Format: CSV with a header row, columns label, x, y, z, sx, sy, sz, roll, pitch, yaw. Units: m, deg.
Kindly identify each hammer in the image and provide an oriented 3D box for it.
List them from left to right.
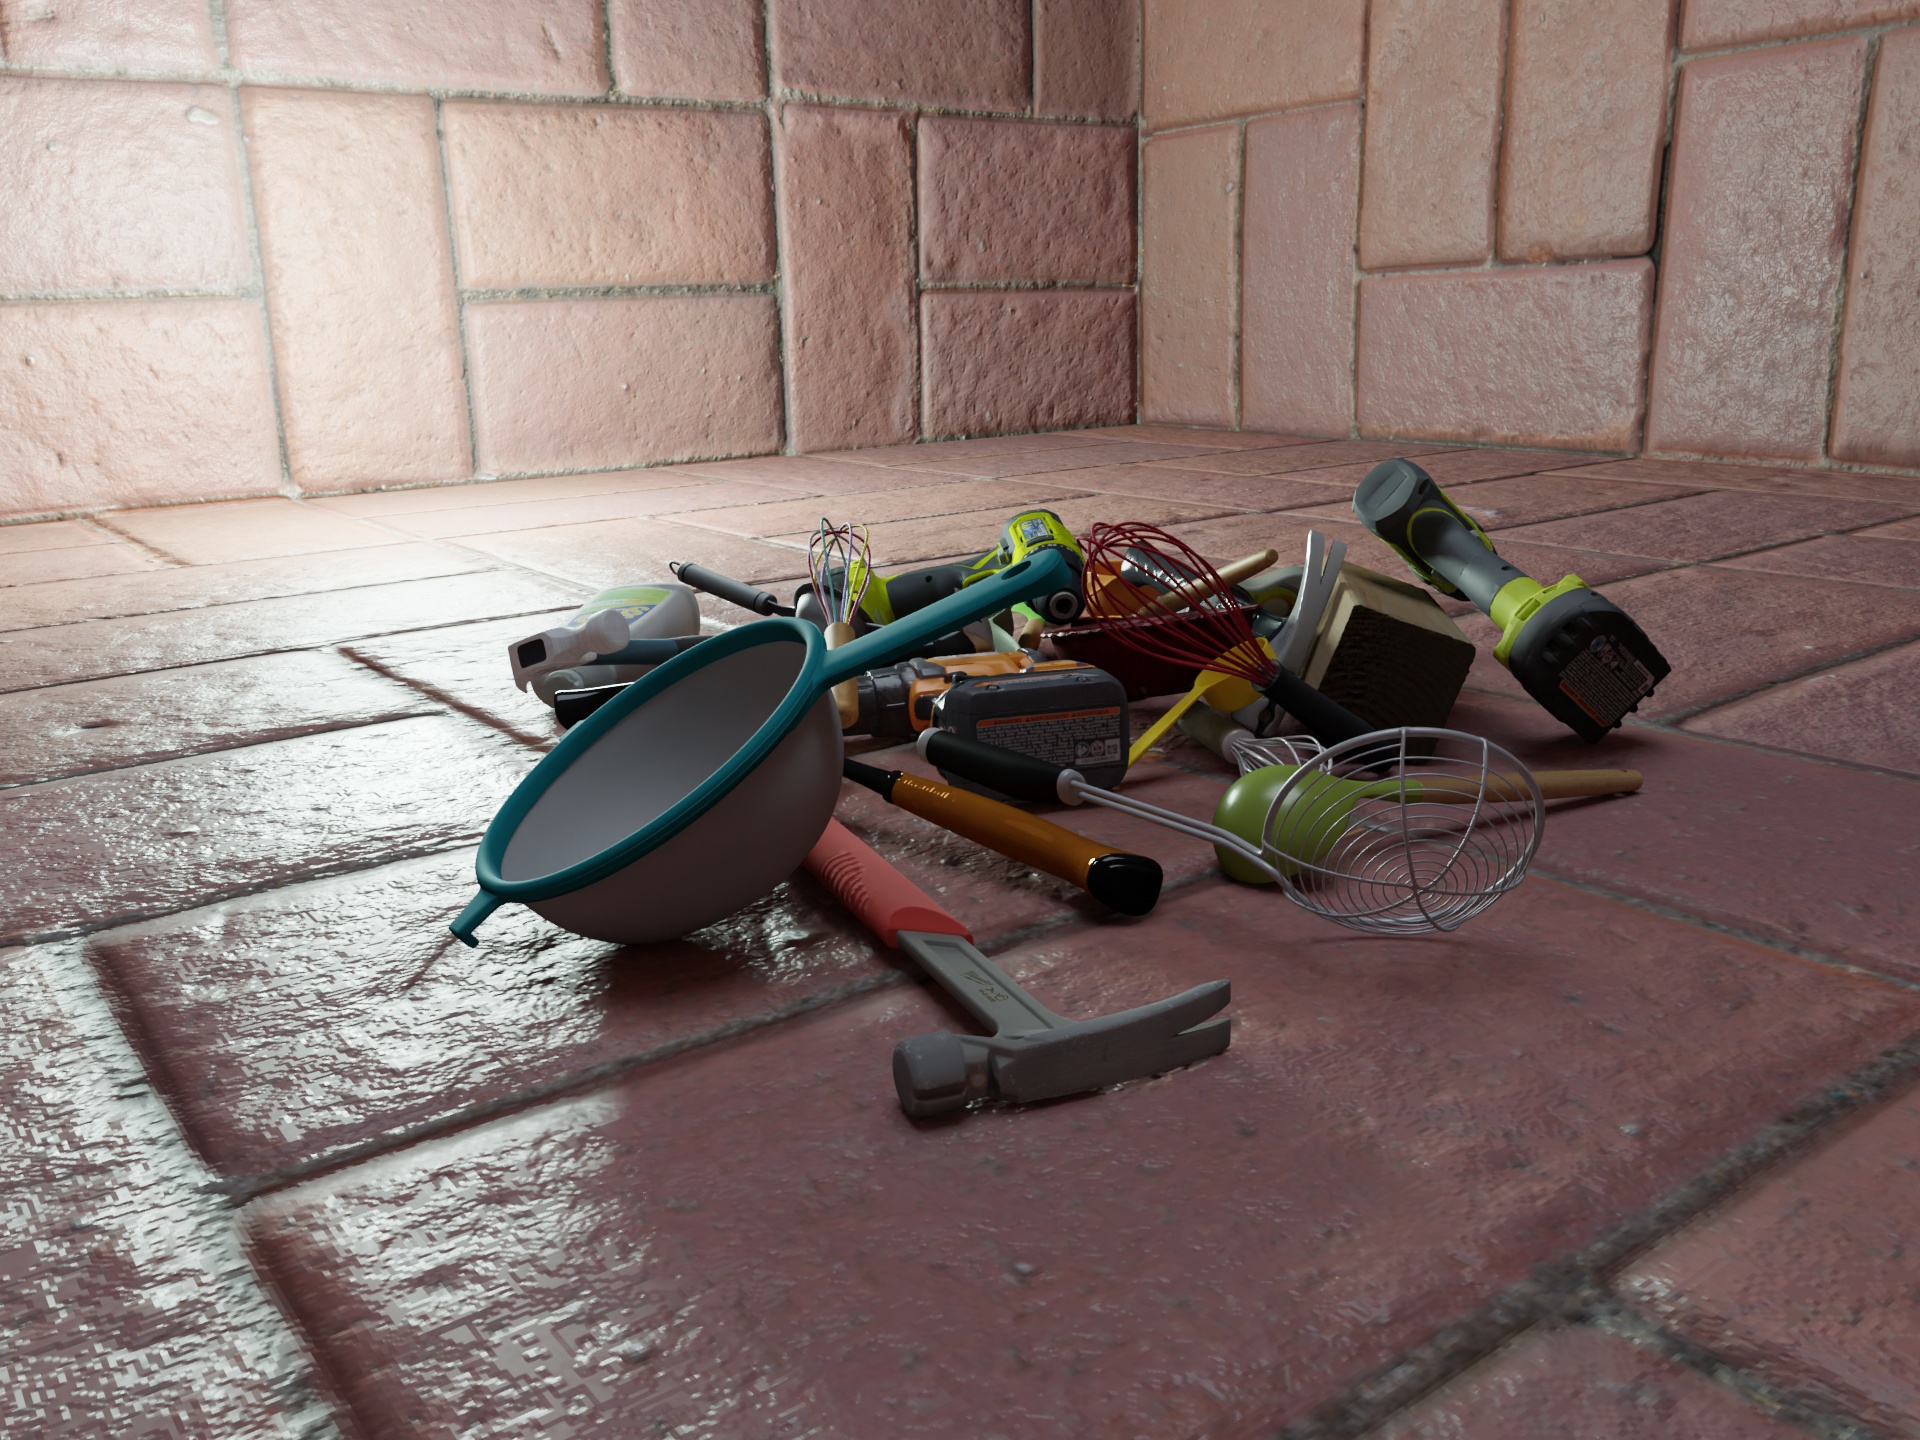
label,x,y,z,sx,sy,sz,roll,pitch,yaw
hammer,-0.223,-0.054,1.246,0.128,0.033,0.331,-14,-4,26
hammer,-0.136,-0.034,1.200,0.334,0.035,0.146,-9,-20,-6
hammer,-0.022,0.094,0.794,0.149,0.036,0.359,-8,17,-23
hammer,-0.017,0.047,0.933,0.337,0.034,0.127,19,2,42
hammer,0.205,-0.106,1.314,0.036,0.149,0.409,21,9,-15

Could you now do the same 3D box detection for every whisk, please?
label,x,y,z,sx,sy,sz,roll,pitch,yaw
whisk,-0.083,-0.075,1.119,0.047,0.051,0.245,-10,36,2
whisk,0.189,0.019,1.054,0.059,0.058,0.246,31,5,-14
whisk,0.177,-0.037,0.986,0.295,0.073,0.073,31,-4,-31

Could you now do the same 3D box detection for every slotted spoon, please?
label,x,y,z,sx,sy,sz,roll,pitch,yaw
slotted spoon,0.069,-0.082,1.467,0.070,0.031,0.314,-4,16,9

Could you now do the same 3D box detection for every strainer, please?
label,x,y,z,sx,sy,sz,roll,pitch,yaw
strainer,-0.154,-0.090,1.293,0.259,0.086,0.050,23,54,36
strainer,-0.081,0.021,0.798,0.340,0.095,0.211,-24,25,19

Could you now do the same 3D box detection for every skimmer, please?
label,x,y,z,sx,sy,sz,roll,pitch,yaw
skimmer,0.120,0.030,0.842,0.363,0.127,0.090,16,55,47

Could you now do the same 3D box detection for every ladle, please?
label,x,y,z,sx,sy,sz,roll,pitch,yaw
ladle,0.165,-0.094,1.301,0.069,0.031,0.315,-24,0,-26
ladle,0.286,0.053,0.936,0.320,0.062,0.078,-1,12,-28

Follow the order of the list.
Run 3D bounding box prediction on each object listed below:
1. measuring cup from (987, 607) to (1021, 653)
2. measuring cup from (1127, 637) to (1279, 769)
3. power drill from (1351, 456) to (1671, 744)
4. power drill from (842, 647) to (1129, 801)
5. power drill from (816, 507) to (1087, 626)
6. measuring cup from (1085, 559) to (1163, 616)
label,x,y,z,sx,sy,sz,roll,pitch,yaw
measuring cup,0.025,-0.066,1.385,0.083,0.038,0.168,-19,25,-11
measuring cup,0.153,0.003,1.059,0.156,0.029,0.062,-42,13,-16
power drill,0.396,-0.088,1.151,0.171,0.080,0.223,30,19,-40
power drill,-0.002,-0.003,1.082,0.185,0.084,0.226,-6,11,-16
power drill,-0.004,-0.103,1.336,0.228,0.080,0.191,-16,23,2
measuring cup,0.145,-0.115,1.538,0.095,0.052,0.173,7,20,27
